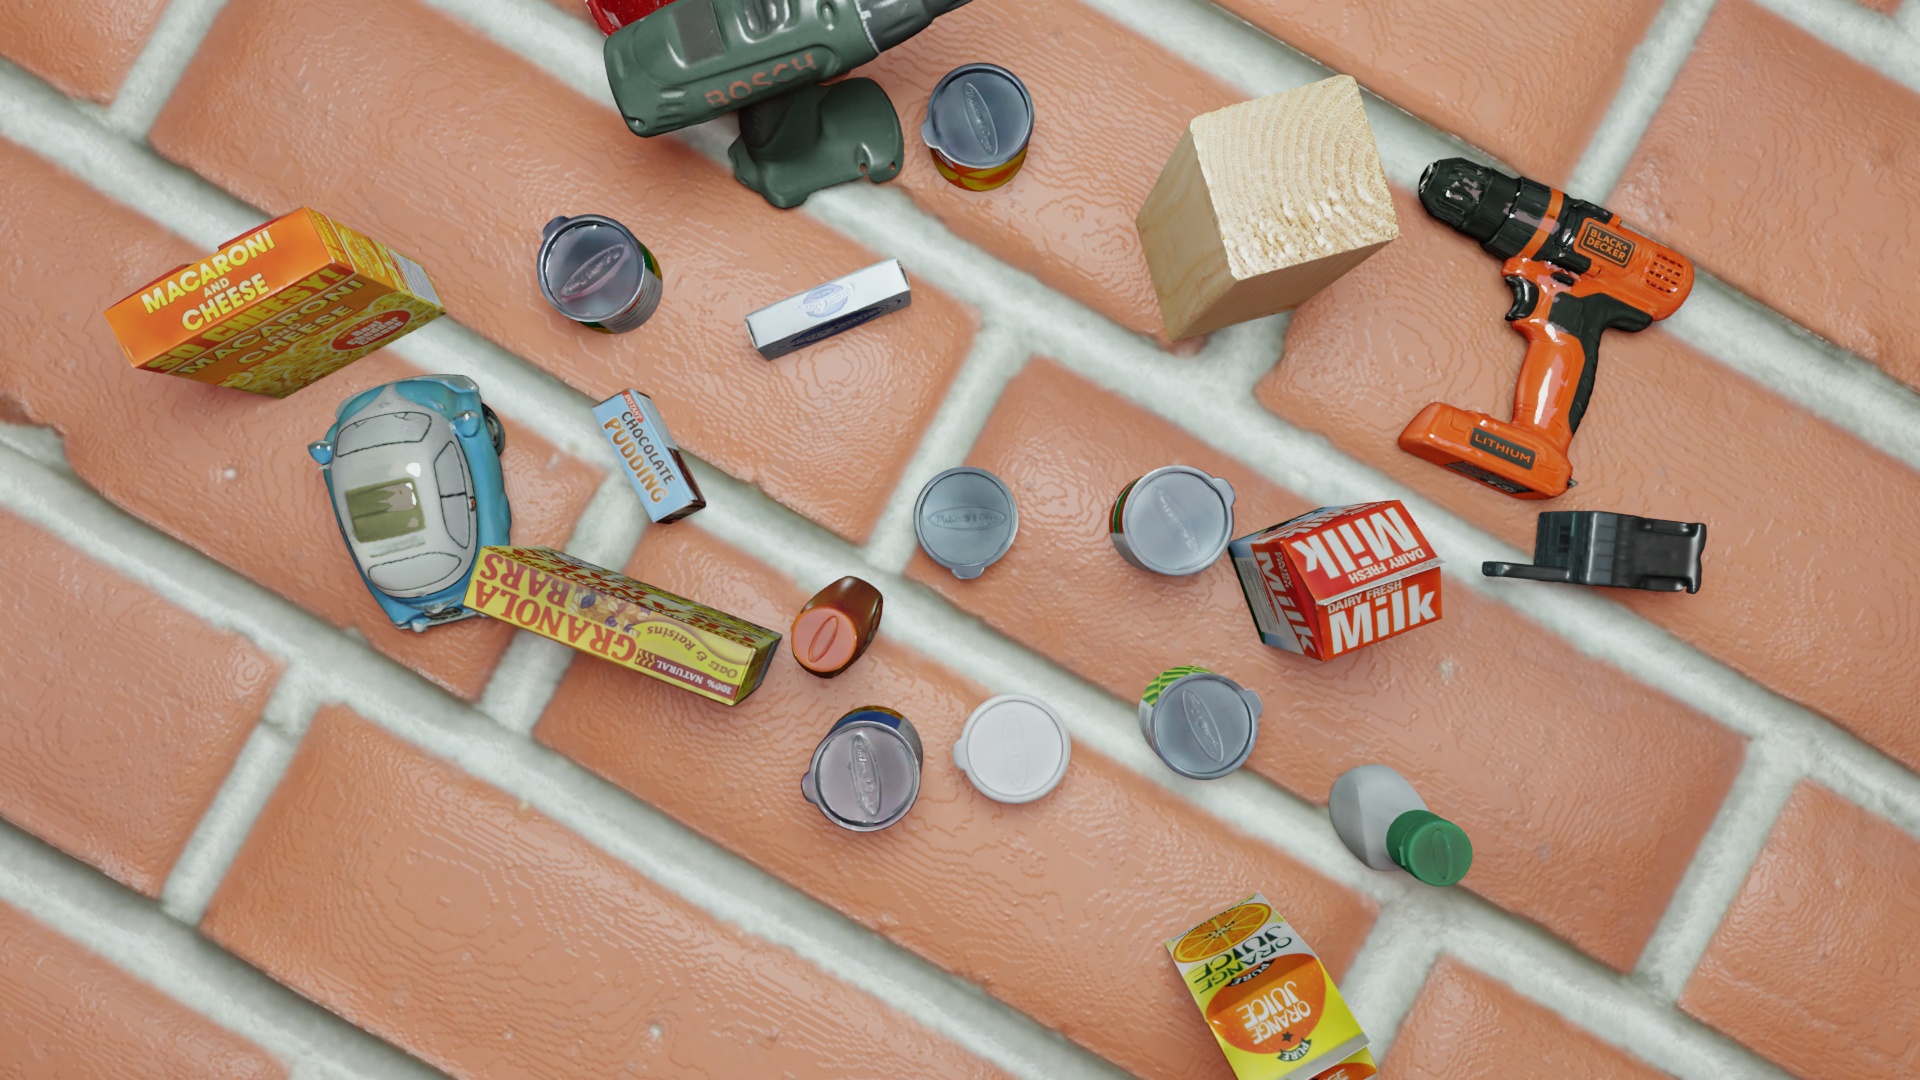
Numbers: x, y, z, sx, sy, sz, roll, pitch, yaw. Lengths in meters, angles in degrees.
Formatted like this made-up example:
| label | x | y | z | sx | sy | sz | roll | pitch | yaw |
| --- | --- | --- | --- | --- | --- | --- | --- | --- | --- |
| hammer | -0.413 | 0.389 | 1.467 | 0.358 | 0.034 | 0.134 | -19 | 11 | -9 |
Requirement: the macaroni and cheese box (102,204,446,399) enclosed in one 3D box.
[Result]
| label | x | y | z | sx | sy | sz | roll | pitch | yaw |
| --- | --- | --- | --- | --- | --- | --- | --- | --- | --- |
| macaroni and cheese box | -0.396 | -0.136 | 0.820 | 0.124 | 0.166 | 0.040 | -28 | 90 | -1 |

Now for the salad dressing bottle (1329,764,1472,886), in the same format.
| label | x | y | z | sx | sy | sz | roll | pitch | yaw |
| --- | --- | --- | --- | --- | --- | --- | --- | --- | --- |
| salad dressing bottle | 0.261 | 0.172 | 0.830 | 0.044 | 0.147 | 0.064 | -8 | 90 | 0 |

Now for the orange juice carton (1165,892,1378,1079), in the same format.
| label | x | y | z | sx | sy | sz | roll | pitch | yaw |
| --- | --- | --- | --- | --- | --- | --- | --- | --- | --- |
| orange juice carton | 0.180 | 0.274 | 0.805 | 0.072 | 0.192 | 0.073 | -28 | 90 | 0 |

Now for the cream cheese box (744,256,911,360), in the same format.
| label | x | y | z | sx | sy | sz | roll | pitch | yaw |
| --- | --- | --- | --- | --- | --- | --- | --- | --- | --- |
| cream cheese box | -0.082 | -0.146 | 0.880 | 0.104 | 0.053 | 0.024 | -22 | 90 | -1 |

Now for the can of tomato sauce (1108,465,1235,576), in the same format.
| label | x | y | z | sx | sy | sz | roll | pitch | yaw |
| --- | --- | --- | --- | --- | --- | --- | --- | --- | --- |
| can of tomato sauce | 0.130 | -0.013 | 0.864 | 0.071 | 0.083 | 0.071 | 0 | 89 | 0 |

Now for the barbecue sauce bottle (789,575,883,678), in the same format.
| label | x | y | z | sx | sy | sz | roll | pitch | yaw |
| --- | --- | --- | --- | --- | --- | --- | --- | --- | --- |
| barbecue sauce bottle | -0.076 | 0.054 | 0.829 | 0.044 | 0.148 | 0.065 | 29 | 90 | 0 |

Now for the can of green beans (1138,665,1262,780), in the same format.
| label | x | y | z | sx | sy | sz | roll | pitch | yaw |
| --- | --- | --- | --- | --- | --- | --- | --- | --- | --- |
| can of green beans | 0.149 | 0.114 | 0.875 | 0.071 | 0.058 | 0.071 | 0 | 89 | 0 |

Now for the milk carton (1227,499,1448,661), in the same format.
| label | x | y | z | sx | sy | sz | roll | pitch | yaw |
| --- | --- | --- | --- | --- | --- | --- | --- | --- | --- |
| milk carton | 0.218 | 0.022 | 0.811 | 0.072 | 0.190 | 0.073 | -20 | 90 | 0 |

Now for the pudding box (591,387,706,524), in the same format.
| label | x | y | z | sx | sy | sz | roll | pitch | yaw |
| --- | --- | --- | --- | --- | --- | --- | --- | --- | --- |
| pudding box | -0.196 | -0.053 | 0.879 | 0.030 | 0.049 | 0.083 | -29 | 90 | -1 |

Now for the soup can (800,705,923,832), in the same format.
| label | x | y | z | sx | sy | sz | roll | pitch | yaw |
| --- | --- | --- | --- | --- | --- | --- | --- | --- | --- |
| soup can | -0.059 | 0.140 | 0.860 | 0.071 | 0.084 | 0.071 | 0 | 89 | 0 |

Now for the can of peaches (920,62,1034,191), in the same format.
| label | x | y | z | sx | sy | sz | roll | pitch | yaw |
| --- | --- | --- | --- | --- | --- | --- | --- | --- | --- |
| can of peaches | 0.010 | -0.260 | 0.880 | 0.071 | 0.058 | 0.071 | 0 | 89 | 0 |

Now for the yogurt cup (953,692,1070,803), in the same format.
| label | x | y | z | sx | sy | sz | roll | pitch | yaw |
| --- | --- | --- | --- | --- | --- | --- | --- | --- | --- |
| yogurt cup | 0.033 | 0.128 | 0.876 | 0.072 | 0.054 | 0.072 | 0 | 89 | 0 |

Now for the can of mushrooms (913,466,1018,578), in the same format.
| label | x | y | z | sx | sy | sz | roll | pitch | yaw |
| --- | --- | --- | --- | --- | --- | --- | --- | --- | --- |
| can of mushrooms | 0.003 | -0.011 | 0.888 | 0.071 | 0.033 | 0.071 | 0 | 89 | 0 |

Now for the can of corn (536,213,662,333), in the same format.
| label | x | y | z | sx | sy | sz | roll | pitch | yaw |
| --- | --- | --- | --- | --- | --- | --- | --- | --- | --- |
| can of corn | -0.228 | -0.168 | 0.876 | 0.071 | 0.058 | 0.071 | 0 | 89 | 0 |

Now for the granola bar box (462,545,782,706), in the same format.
| label | x | y | z | sx | sy | sz | roll | pitch | yaw |
| --- | --- | --- | --- | --- | --- | --- | --- | --- | --- |
| granola bar box | -0.198 | 0.050 | 0.840 | 0.165 | 0.124 | 0.039 | 21 | 90 | 0 |
